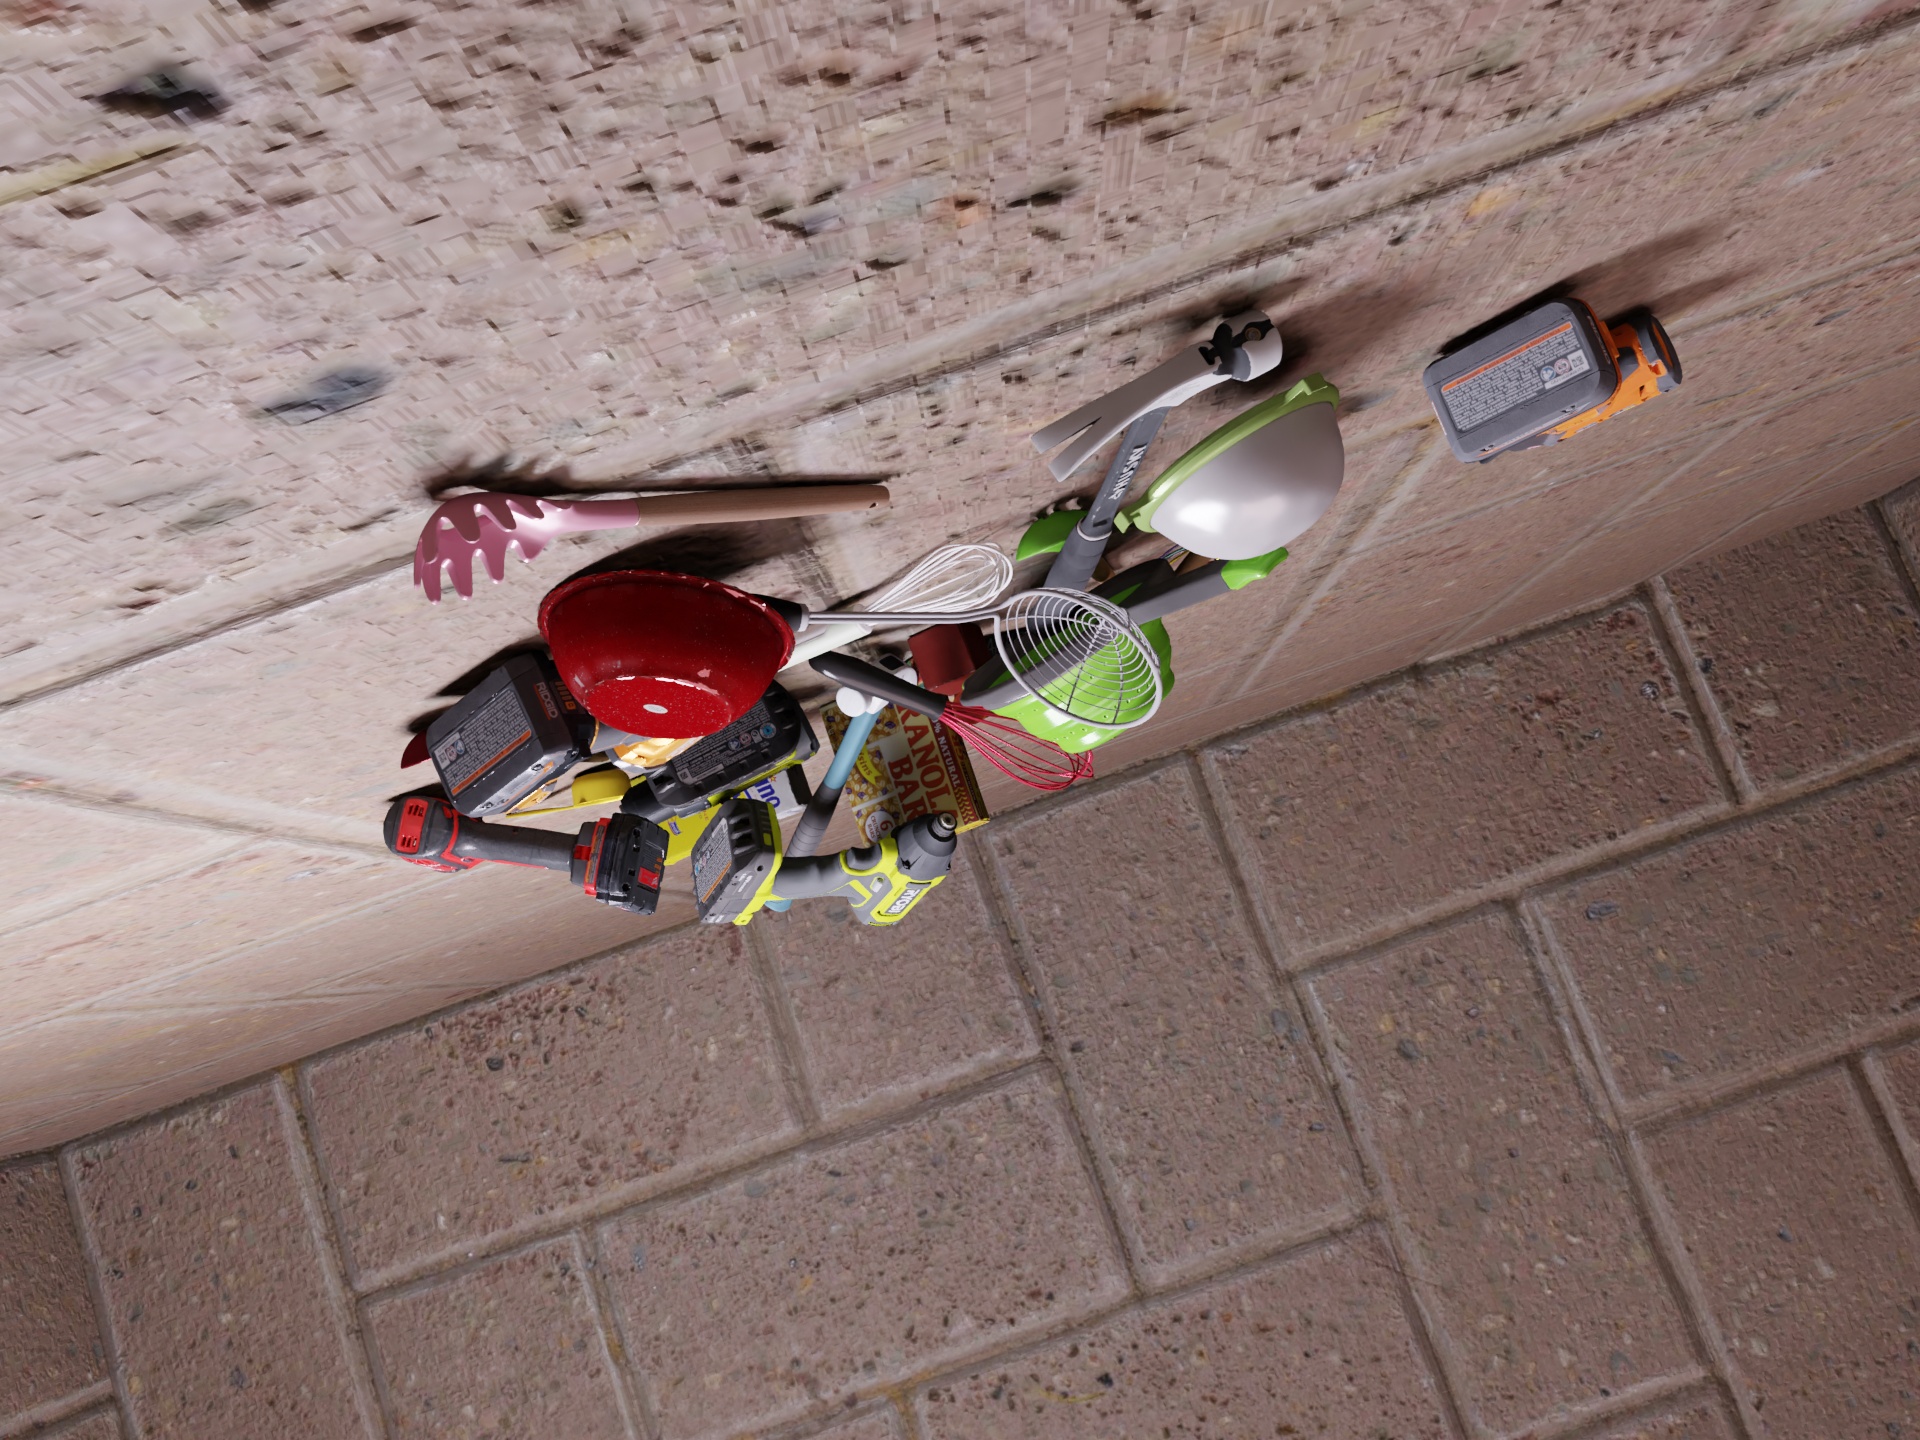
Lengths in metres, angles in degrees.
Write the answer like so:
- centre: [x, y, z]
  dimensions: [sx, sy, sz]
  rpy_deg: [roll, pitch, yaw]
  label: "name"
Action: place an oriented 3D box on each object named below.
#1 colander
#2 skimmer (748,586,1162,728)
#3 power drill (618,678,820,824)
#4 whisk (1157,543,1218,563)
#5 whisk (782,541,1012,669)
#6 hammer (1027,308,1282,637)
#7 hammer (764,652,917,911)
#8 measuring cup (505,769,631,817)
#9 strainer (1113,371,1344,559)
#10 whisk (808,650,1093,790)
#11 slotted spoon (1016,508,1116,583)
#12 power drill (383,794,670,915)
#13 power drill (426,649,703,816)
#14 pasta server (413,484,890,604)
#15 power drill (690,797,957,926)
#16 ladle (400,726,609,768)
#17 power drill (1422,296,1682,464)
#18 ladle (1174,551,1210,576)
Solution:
- centre: [0.142, -0.050, 1.233]
  dimensions: [0.204, 0.094, 0.397]
  rpy_deg: [-39, -171, -25]
  label: "colander"
- centre: [-0.043, -0.043, 1.057]
  dimensions: [0.363, 0.090, 0.127]
  rpy_deg: [0, 154, -19]
  label: "skimmer"
- centre: [-0.219, 0.035, 1.399]
  dimensions: [0.190, 0.080, 0.228]
  rpy_deg: [-27, 176, -8]
  label: "power drill"
- centre: [0.136, -0.089, 1.449]
  dimensions: [0.245, 0.051, 0.047]
  rpy_deg: [-33, 179, 6]
  label: "whisk"
- centre: [-0.068, -0.081, 1.213]
  dimensions: [0.246, 0.058, 0.059]
  rpy_deg: [-21, 137, 27]
  label: "whisk"
- centre: [0.090, -0.133, 1.064]
  dimensions: [0.149, 0.036, 0.408]
  rpy_deg: [-29, 169, -14]
  label: "hammer"
- centre: [-0.126, 0.067, 1.518]
  dimensions: [0.128, 0.033, 0.330]
  rpy_deg: [-41, 163, -53]
  label: "hammer"
- centre: [-0.384, 0.072, 1.536]
  dimensions: [0.156, 0.029, 0.062]
  rpy_deg: [-11, 176, 29]
  label: "measuring cup"
- centre: [0.210, -0.145, 1.057]
  dimensions: [0.151, 0.069, 0.256]
  rpy_deg: [-35, 168, 20]
  label: "strainer"
- centre: [-0.002, -0.004, 1.395]
  dimensions: [0.295, 0.073, 0.073]
  rpy_deg: [22, 150, -25]
  label: "whisk"
- centre: [0.099, -0.133, 1.294]
  dimensions: [0.070, 0.031, 0.313]
  rpy_deg: [-25, 172, 11]
  label: "slotted spoon"
- centre: [-0.375, 0.113, 1.389]
  dimensions: [0.219, 0.078, 0.143]
  rpy_deg: [8, 169, 4]
  label: "power drill"
- centre: [-0.240, -0.012, 1.138]
  dimensions: [0.185, 0.084, 0.226]
  rpy_deg: [-32, 170, 32]
  label: "power drill"
- centre: [-0.153, -0.108, 0.863]
  dimensions: [0.316, 0.040, 0.060]
  rpy_deg: [-12, 158, -45]
  label: "pasta server"
- centre: [-0.121, 0.129, 1.467]
  dimensions: [0.223, 0.080, 0.171]
  rpy_deg: [4, 146, -29]
  label: "power drill"
- centre: [-0.350, 0.023, 1.273]
  dimensions: [0.069, 0.031, 0.315]
  rpy_deg: [-19, 173, 10]
  label: "ladle"
- centre: [0.425, -0.241, 1.175]
  dimensions: [0.164, 0.084, 0.226]
  rpy_deg: [-25, 173, 36]
  label: "power drill"
- centre: [0.184, -0.098, 1.359]
  dimensions: [0.062, 0.078, 0.320]
  rpy_deg: [26, 133, -11]
  label: "ladle"
